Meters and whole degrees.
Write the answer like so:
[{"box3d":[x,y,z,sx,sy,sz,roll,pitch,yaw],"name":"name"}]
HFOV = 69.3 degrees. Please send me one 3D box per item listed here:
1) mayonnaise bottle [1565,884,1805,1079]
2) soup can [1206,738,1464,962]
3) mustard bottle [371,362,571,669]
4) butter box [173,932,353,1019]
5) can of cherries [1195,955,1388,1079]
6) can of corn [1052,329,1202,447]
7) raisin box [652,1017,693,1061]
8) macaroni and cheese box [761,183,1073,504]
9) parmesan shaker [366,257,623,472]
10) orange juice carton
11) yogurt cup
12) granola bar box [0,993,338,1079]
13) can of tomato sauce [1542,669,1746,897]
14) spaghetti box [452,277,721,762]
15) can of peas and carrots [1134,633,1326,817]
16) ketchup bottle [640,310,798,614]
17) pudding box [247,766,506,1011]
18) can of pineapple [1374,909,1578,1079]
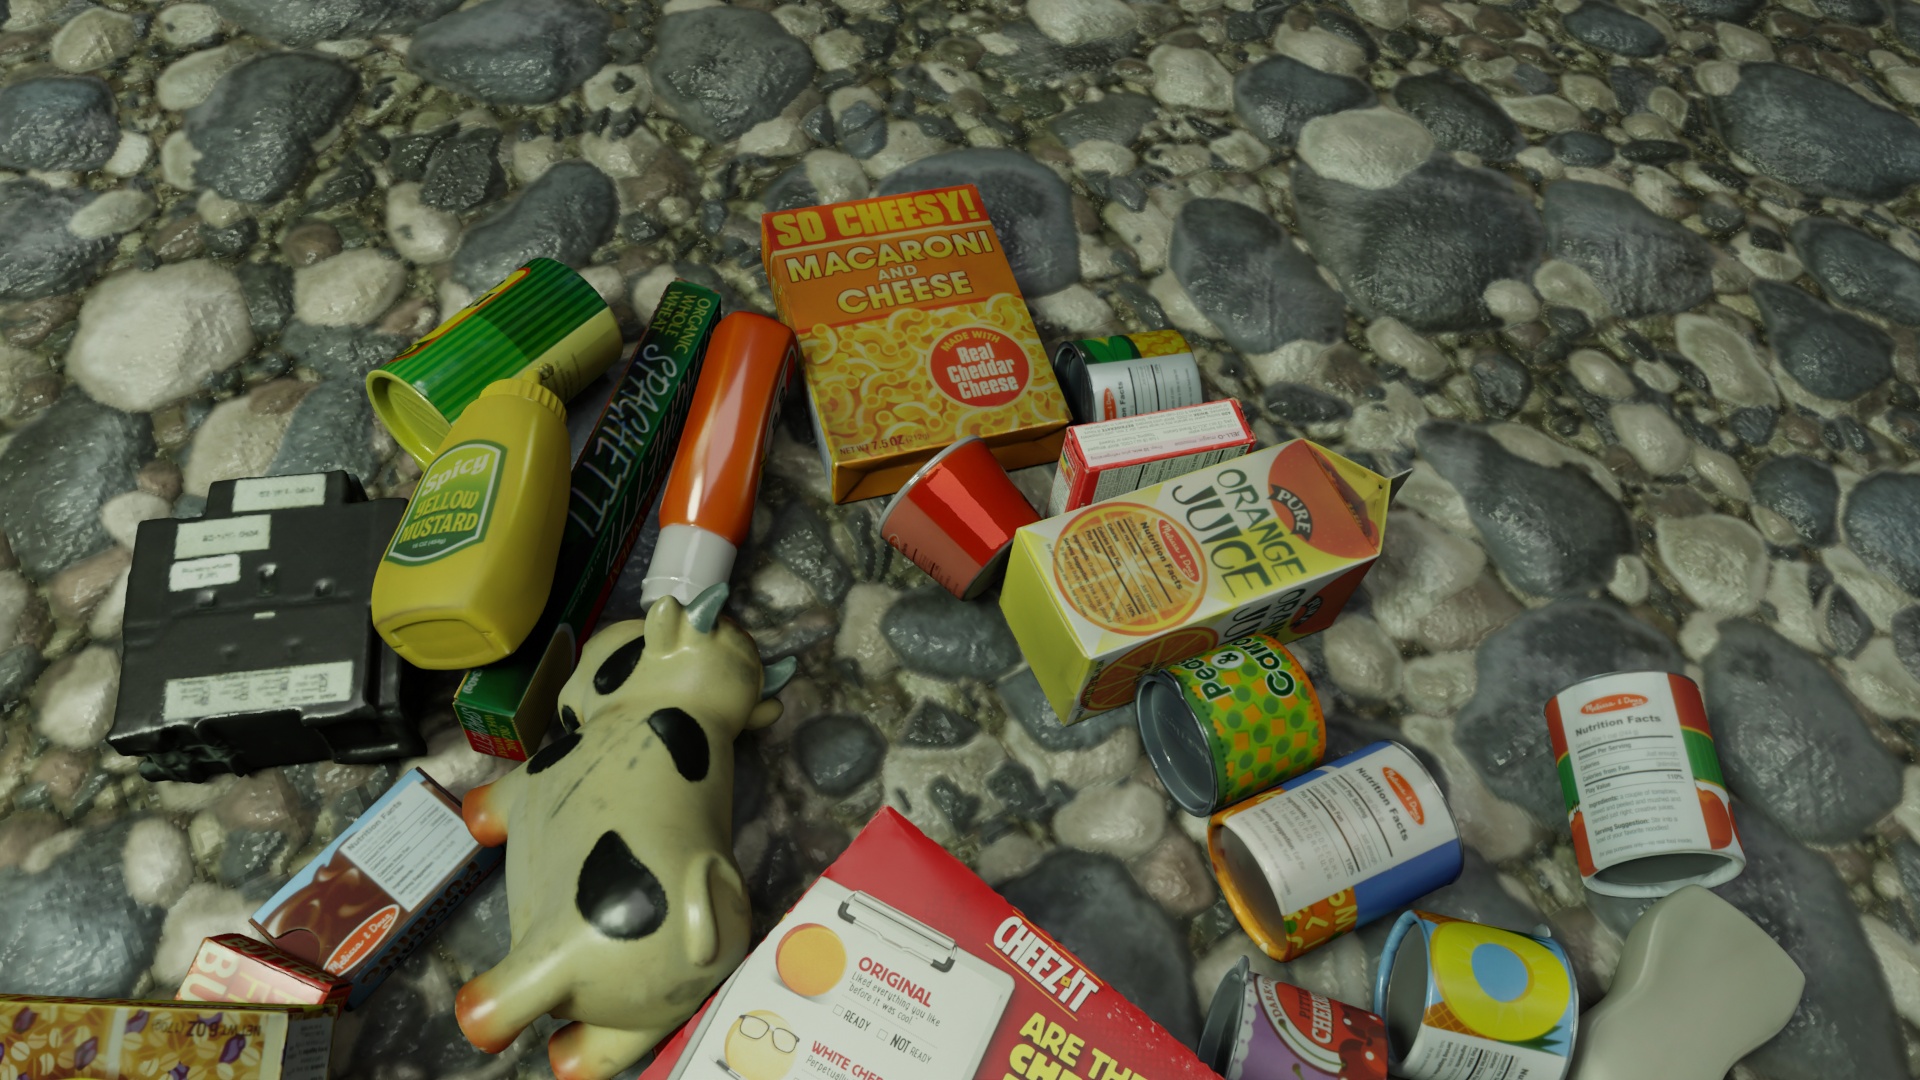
[{"box3d":[0.279,0.210,0.565,0.149,0.041,0.065,-37,69,-24],"name":"mayonnaise bottle"},{"box3d":[0.156,0.131,0.585,0.084,0.071,0.071,-21,62,-13],"name":"soup can"},{"box3d":[-0.201,-0.022,0.597,0.065,0.048,0.161,-10,49,15],"name":"mustard bottle"},{"box3d":[-0.268,0.199,0.498,0.053,0.024,0.104,21,76,8],"name":"butter box"},{"box3d":[0.125,0.203,0.533,0.058,0.071,0.072,18,58,5],"name":"can of cherries"},{"box3d":[0.083,-0.072,0.707,0.058,0.070,0.071,-8,59,-13],"name":"can of corn"},{"box3d":[-0.057,0.231,0.512,0.086,0.040,0.124,-15,62,-15],"name":"raisin box"},{"box3d":[-0.028,-0.107,0.729,0.124,0.040,0.167,-11,60,-14],"name":"macaroni and cheese box"},{"box3d":[-0.224,-0.082,0.675,0.071,0.071,0.103,33,56,14],"name":"parmesan shaker"},{"box3d":[0.122,0.012,0.653,0.193,0.071,0.073,-18,62,-17],"name":"orange juice carton"},{"box3d":[0.002,-0.008,0.657,0.073,0.072,0.054,-38,77,-26],"name":"yogurt cup"},{"box3d":[-0.302,0.217,0.460,0.165,0.039,0.124,1,73,5],"name":"granola bar box"},{"box3d":[0.303,0.109,0.618,0.071,0.070,0.083,4,58,-4],"name":"can of tomato sauce"},{"box3d":[-0.166,-0.018,0.650,0.029,0.050,0.251,16,57,2],"name":"spaghetti box"},{"box3d":[0.118,0.078,0.611,0.059,0.070,0.071,-18,62,-18],"name":"can of peas and carrots"},{"box3d":[-0.115,-0.033,0.661,0.043,0.064,0.149,17,65,-10],"name":"ketchup bottle"},{"box3d":[-0.231,0.138,0.555,0.050,0.030,0.084,35,61,14],"name":"pudding box"},{"box3d":[0.204,0.185,0.557,0.058,0.070,0.071,12,57,1],"name":"can of pineapple"}]
